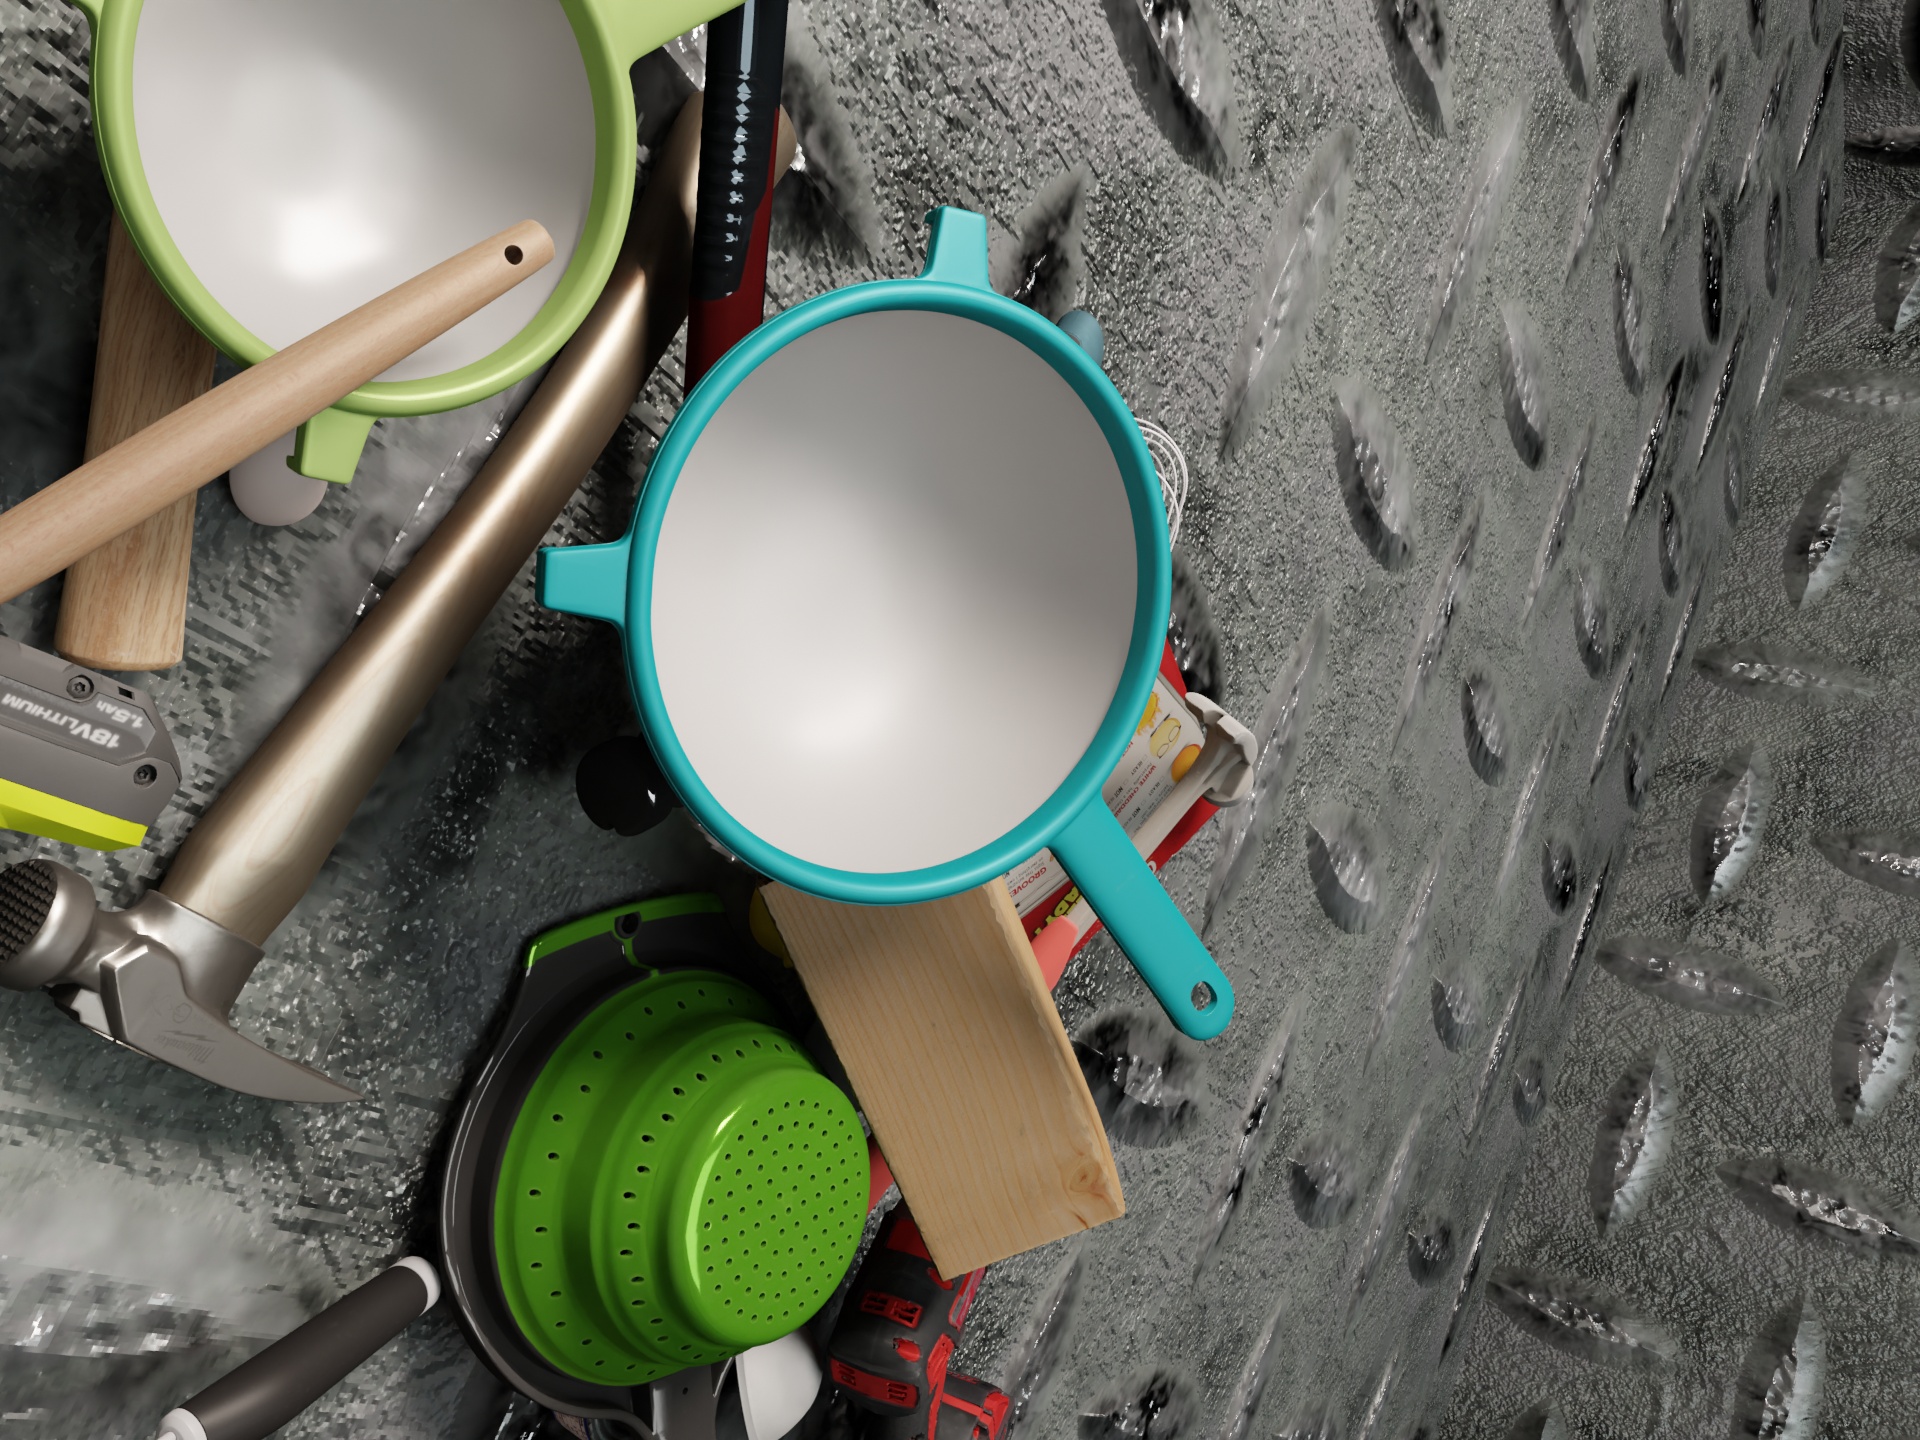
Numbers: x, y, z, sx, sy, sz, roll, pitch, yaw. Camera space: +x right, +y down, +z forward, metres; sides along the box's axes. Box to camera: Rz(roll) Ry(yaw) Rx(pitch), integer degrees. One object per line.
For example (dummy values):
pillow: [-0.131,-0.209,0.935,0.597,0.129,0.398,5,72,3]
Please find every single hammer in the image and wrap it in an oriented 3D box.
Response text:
hammer: [-0.005,-0.103,0.745,0.331,0.033,0.128,-55,155,-43]
hammer: [0.025,0.141,0.804,0.359,0.037,0.149,-50,162,-1]
hammer: [-0.165,-0.063,0.575,0.411,0.038,0.146,-62,145,-20]
hammer: [-0.219,-0.178,0.457,0.130,0.031,0.331,1,102,-55]
hammer: [-0.080,-0.152,0.601,0.143,0.038,0.386,-35,138,-59]

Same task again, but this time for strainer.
strainer: [-0.136,-0.195,0.466,0.256,0.069,0.151,-43,133,-30]
strainer: [-0.001,-0.002,0.600,0.211,0.095,0.340,-45,121,-16]
strainer: [-0.090,0.391,0.795,0.087,0.050,0.258,-76,163,-89]

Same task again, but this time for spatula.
spatula: [-0.215,-0.038,0.368,0.316,0.018,0.059,-45,118,-29]

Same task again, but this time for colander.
colander: [-0.101,0.277,0.676,0.204,0.094,0.397,-10,99,-50]

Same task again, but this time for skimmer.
skimmer: [-0.299,0.239,0.466,0.363,0.090,0.127,-20,113,-70]

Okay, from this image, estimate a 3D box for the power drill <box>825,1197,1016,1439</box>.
power drill: [-0.018,0.349,0.866,0.143,0.078,0.219,-58,153,-51]

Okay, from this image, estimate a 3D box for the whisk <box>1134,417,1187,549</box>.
whisk: [0.088,-0.040,0.938,0.070,0.070,0.284,-30,132,-46]

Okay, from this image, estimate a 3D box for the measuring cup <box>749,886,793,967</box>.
measuring cup: [-0.067,0.110,0.803,0.062,0.029,0.156,-57,154,-19]

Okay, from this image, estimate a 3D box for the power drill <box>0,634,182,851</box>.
power drill: [-0.294,0.076,0.382,0.171,0.080,0.223,30,76,-41]

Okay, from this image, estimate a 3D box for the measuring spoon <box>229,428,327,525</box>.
measuring spoon: [-0.200,-0.120,0.513,0.034,0.018,0.124,35,72,-67]
